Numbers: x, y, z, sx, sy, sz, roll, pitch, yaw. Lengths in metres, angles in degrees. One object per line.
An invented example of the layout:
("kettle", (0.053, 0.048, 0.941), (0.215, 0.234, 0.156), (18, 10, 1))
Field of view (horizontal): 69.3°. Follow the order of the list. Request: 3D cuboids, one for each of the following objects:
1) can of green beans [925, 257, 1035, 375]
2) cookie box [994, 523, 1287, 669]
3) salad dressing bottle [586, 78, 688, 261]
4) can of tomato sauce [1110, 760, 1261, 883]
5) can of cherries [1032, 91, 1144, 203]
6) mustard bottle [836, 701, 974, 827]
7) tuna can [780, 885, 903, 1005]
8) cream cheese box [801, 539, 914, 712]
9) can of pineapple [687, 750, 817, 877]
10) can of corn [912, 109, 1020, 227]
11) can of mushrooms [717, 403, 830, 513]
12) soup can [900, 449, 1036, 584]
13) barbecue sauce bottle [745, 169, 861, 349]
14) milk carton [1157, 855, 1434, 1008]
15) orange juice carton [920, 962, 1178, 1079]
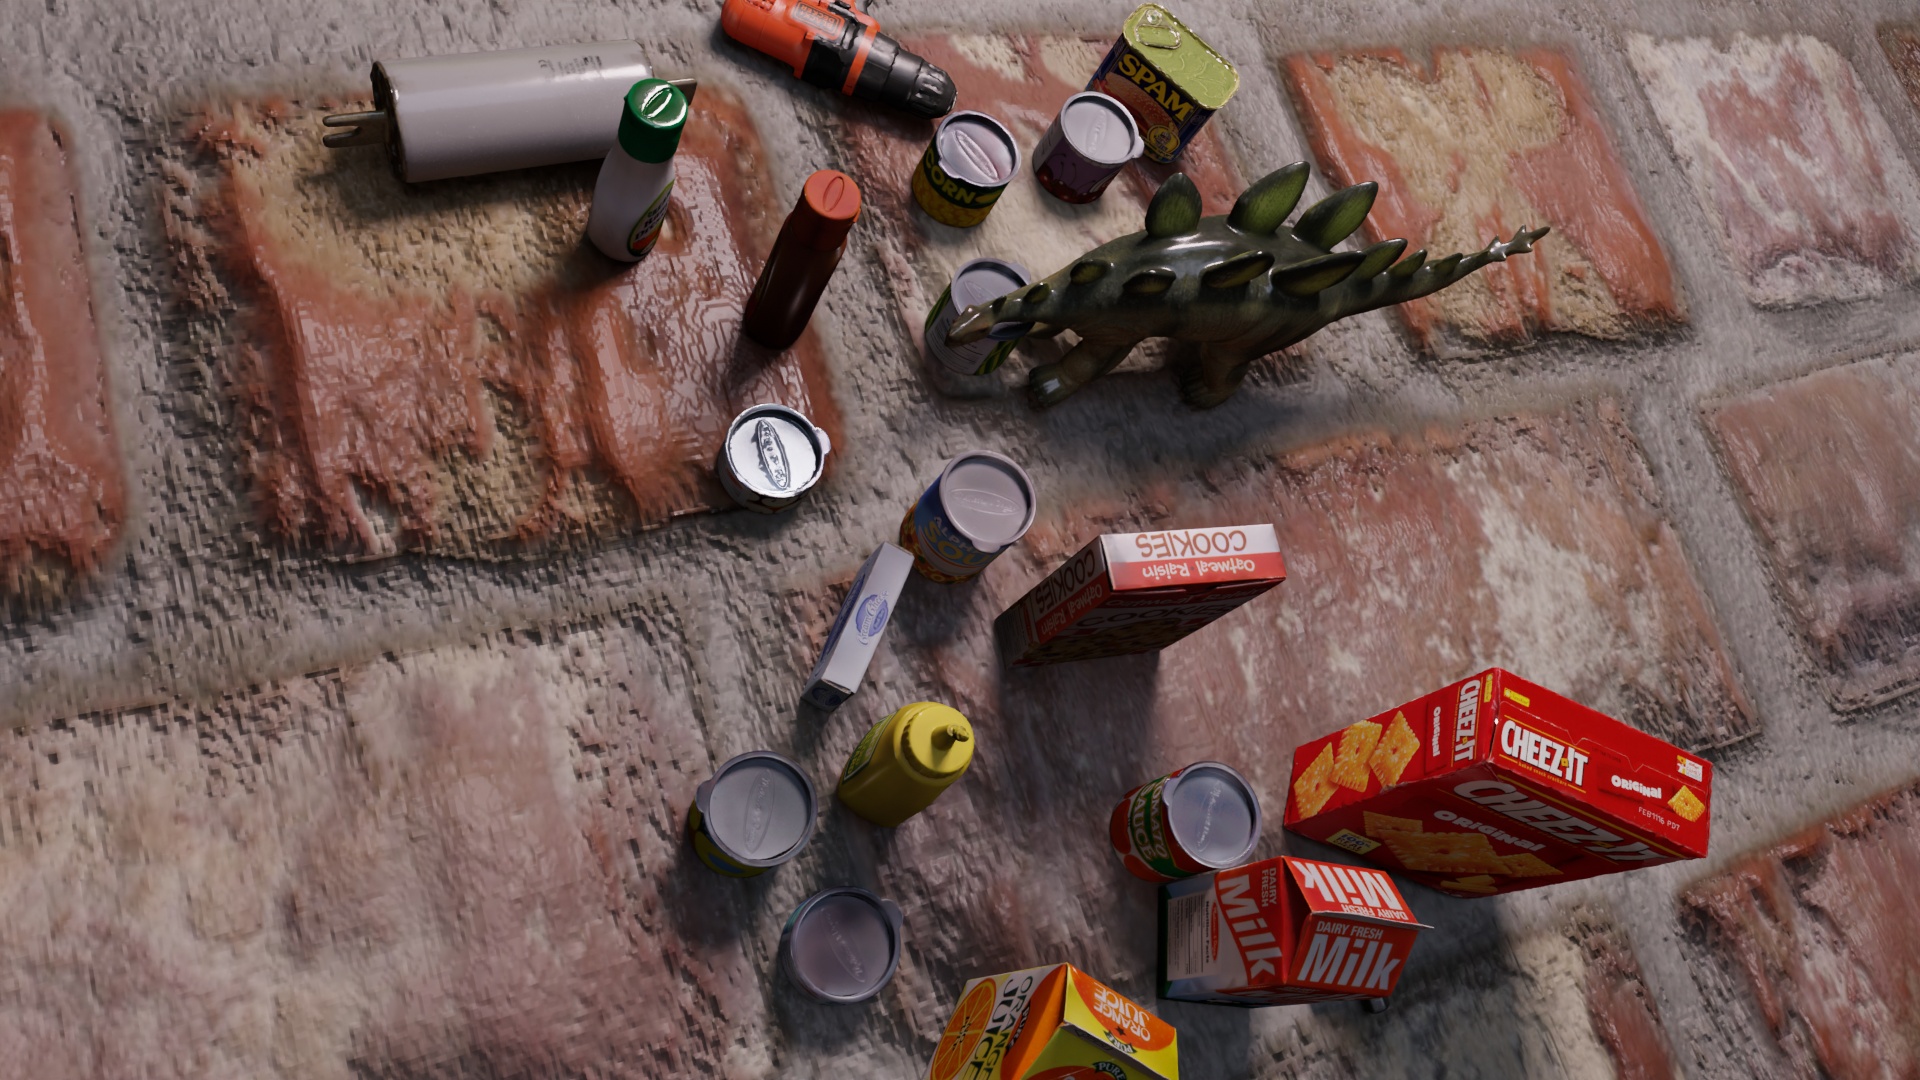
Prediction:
("can of green beans", (0.015, -0.159, 0.994), (0.071, 0.057, 0.071), (8, 67, -19))
("cookie box", (0.111, 0.038, 0.890), (0.123, 0.166, 0.040), (-4, 72, -23))
("salad dressing bottle", (-0.205, -0.234, 0.885), (0.044, 0.147, 0.064), (35, 61, -6))
("can of tomato sauce", (0.141, 0.182, 0.893), (0.071, 0.082, 0.071), (8, 67, -19))
("can of cherries", (0.099, -0.304, 1.085), (0.071, 0.058, 0.072), (8, 67, -19))
("mustard bottle", (-0.027, 0.124, 0.805), (0.049, 0.159, 0.065), (33, 62, -7))
("tuna can", (-0.069, 0.237, 0.816), (0.071, 0.032, 0.071), (8, 67, -19))
("cream cheese box", (-0.065, 0.055, 0.879), (0.024, 0.053, 0.104), (28, 62, -9))
("can of pineapple", (-0.124, 0.160, 0.811), (0.071, 0.057, 0.071), (8, 67, -19))
("can of corn", (0.002, -0.275, 1.035), (0.071, 0.058, 0.071), (8, 67, -19))
("can of mushrooms", (-0.122, -0.053, 0.910), (0.071, 0.033, 0.071), (8, 67, -19))
("soup can", (0.003, -0.011, 0.915), (0.071, 0.083, 0.071), (8, 67, -19))
("barbecue sauce bottle", (-0.102, -0.185, 0.906), (0.043, 0.148, 0.065), (25, 63, -11))
("milk carton", (0.194, 0.236, 0.830), (0.072, 0.189, 0.074), (12, 66, -17))
("orange juice carton", (0.050, 0.282, 0.753), (0.072, 0.192, 0.073), (33, 62, -7))
